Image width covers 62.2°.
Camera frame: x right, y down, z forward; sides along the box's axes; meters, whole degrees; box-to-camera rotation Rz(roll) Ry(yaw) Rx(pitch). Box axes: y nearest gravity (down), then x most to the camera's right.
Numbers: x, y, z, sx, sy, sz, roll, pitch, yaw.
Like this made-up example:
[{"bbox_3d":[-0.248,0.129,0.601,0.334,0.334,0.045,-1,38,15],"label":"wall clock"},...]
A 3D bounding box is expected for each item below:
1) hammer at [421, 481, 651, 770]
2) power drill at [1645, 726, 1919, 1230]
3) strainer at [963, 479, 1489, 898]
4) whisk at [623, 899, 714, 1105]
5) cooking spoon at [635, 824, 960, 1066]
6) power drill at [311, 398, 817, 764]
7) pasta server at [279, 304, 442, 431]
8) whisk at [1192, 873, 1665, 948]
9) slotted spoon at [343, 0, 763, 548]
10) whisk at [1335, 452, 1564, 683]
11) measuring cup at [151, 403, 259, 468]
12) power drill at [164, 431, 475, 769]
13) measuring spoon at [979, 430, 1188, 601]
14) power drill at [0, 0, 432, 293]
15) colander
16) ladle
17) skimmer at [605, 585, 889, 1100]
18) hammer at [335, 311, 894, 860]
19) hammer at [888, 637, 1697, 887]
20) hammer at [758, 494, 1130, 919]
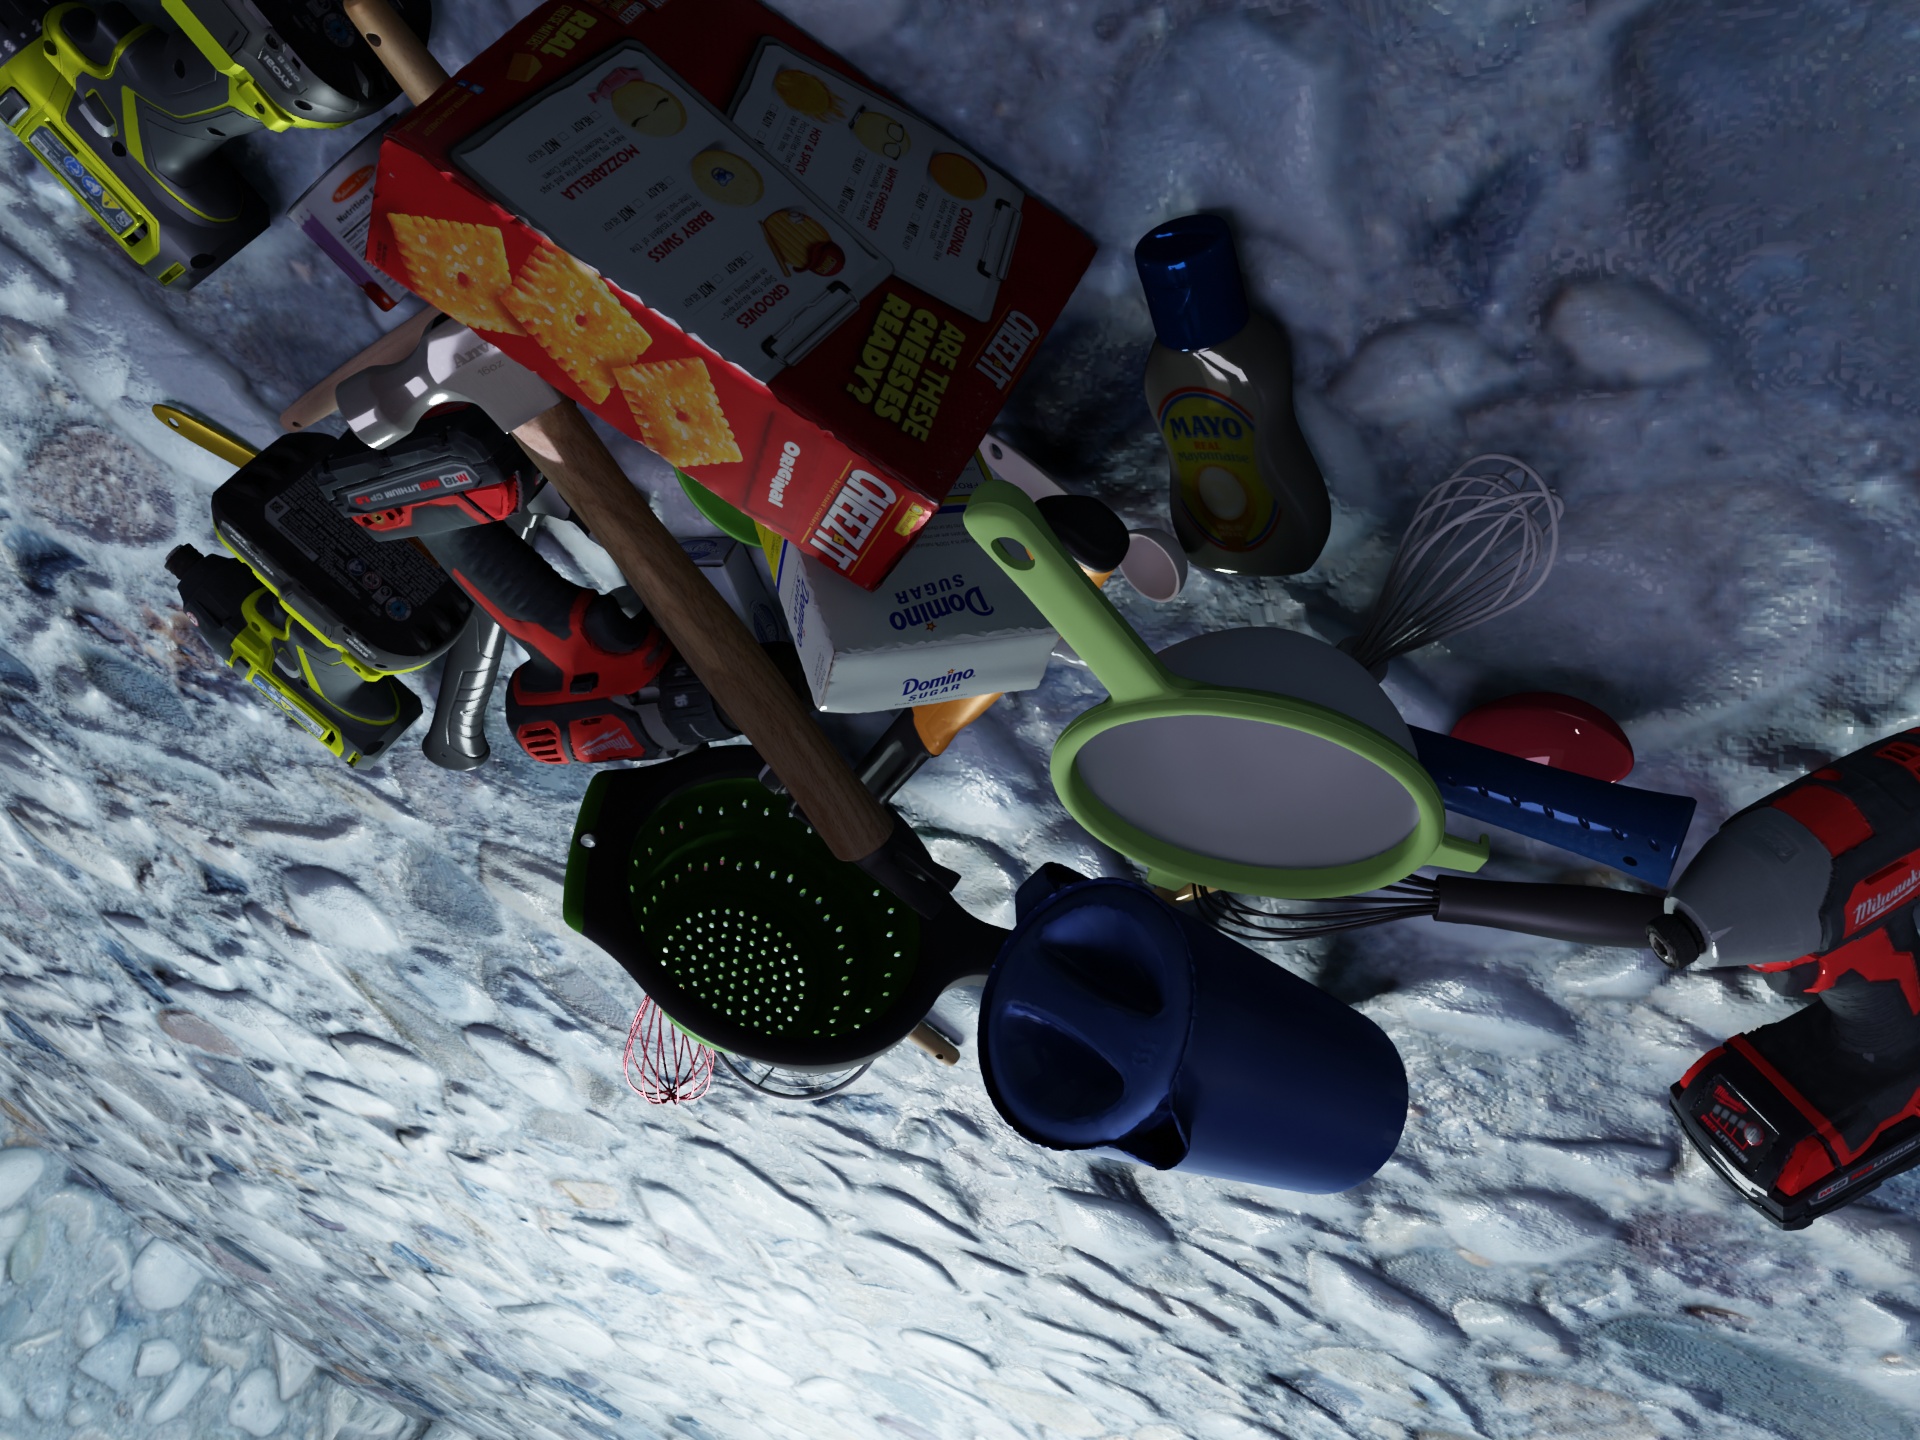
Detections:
[{"bbox_3d":[-0.287,-0.062,0.942,0.146,0.035,0.334,31,142,-5],"label":"hammer"},{"bbox_3d":[0.361,0.113,0.673,0.143,0.079,0.219,-27,129,-4],"label":"power drill"},{"bbox_3d":[0.085,-0.021,0.594,0.151,0.069,0.256,-9,141,38],"label":"strainer"},{"bbox_3d":[-0.218,0.197,1.183,0.073,0.073,0.295,19,135,11],"label":"whisk"},{"bbox_3d":[-0.121,0.145,1.089,0.318,0.017,0.068,40,119,-16],"label":"cooking spoon"},{"bbox_3d":[-0.184,-0.069,0.788,0.188,0.080,0.226,-6,132,27],"label":"power drill"},{"bbox_3d":[-0.262,-0.188,0.780,0.316,0.040,0.060,-13,145,42],"label":"pasta server"},{"bbox_3d":[0.232,0.089,0.770,0.239,0.055,0.055,5,139,7],"label":"whisk"},{"bbox_3d":[-0.150,-0.177,0.677,0.070,0.031,0.313,-1,150,26],"label":"slotted spoon"},{"bbox_3d":[0.180,-0.030,0.690,0.059,0.058,0.246,65,153,20],"label":"whisk"},{"bbox_3d":[-0.409,-0.135,0.933,0.156,0.029,0.062,31,142,-8],"label":"measuring cup"},{"bbox_3d":[-0.371,-0.066,0.906,0.171,0.080,0.223,43,147,-12],"label":"power drill"},{"bbox_3d":[0.053,-0.095,0.692,0.124,0.018,0.034,40,150,23],"label":"measuring spoon"},{"bbox_3d":[-0.349,-0.299,0.675,0.228,0.080,0.190,-10,129,41],"label":"power drill"},{"bbox_3d":[-0.040,0.144,0.922,0.397,0.205,0.094,17,135,-17],"label":"colander"},{"bbox_3d":[0.192,0.050,0.788,0.069,0.031,0.315,34,144,-18],"label":"ladle"},{"bbox_3d":[-0.140,0.085,0.970,0.127,0.090,0.362,-16,127,3],"label":"skimmer"},{"bbox_3d":[-0.122,-0.052,0.728,0.130,0.031,0.331,-28,124,10],"label":"hammer"},{"bbox_3d":[0.111,-0.009,0.714,0.406,0.035,0.143,20,143,25],"label":"hammer"},{"bbox_3d":[-0.001,-0.002,0.763,0.127,0.034,0.336,39,147,-1],"label":"hammer"}]
